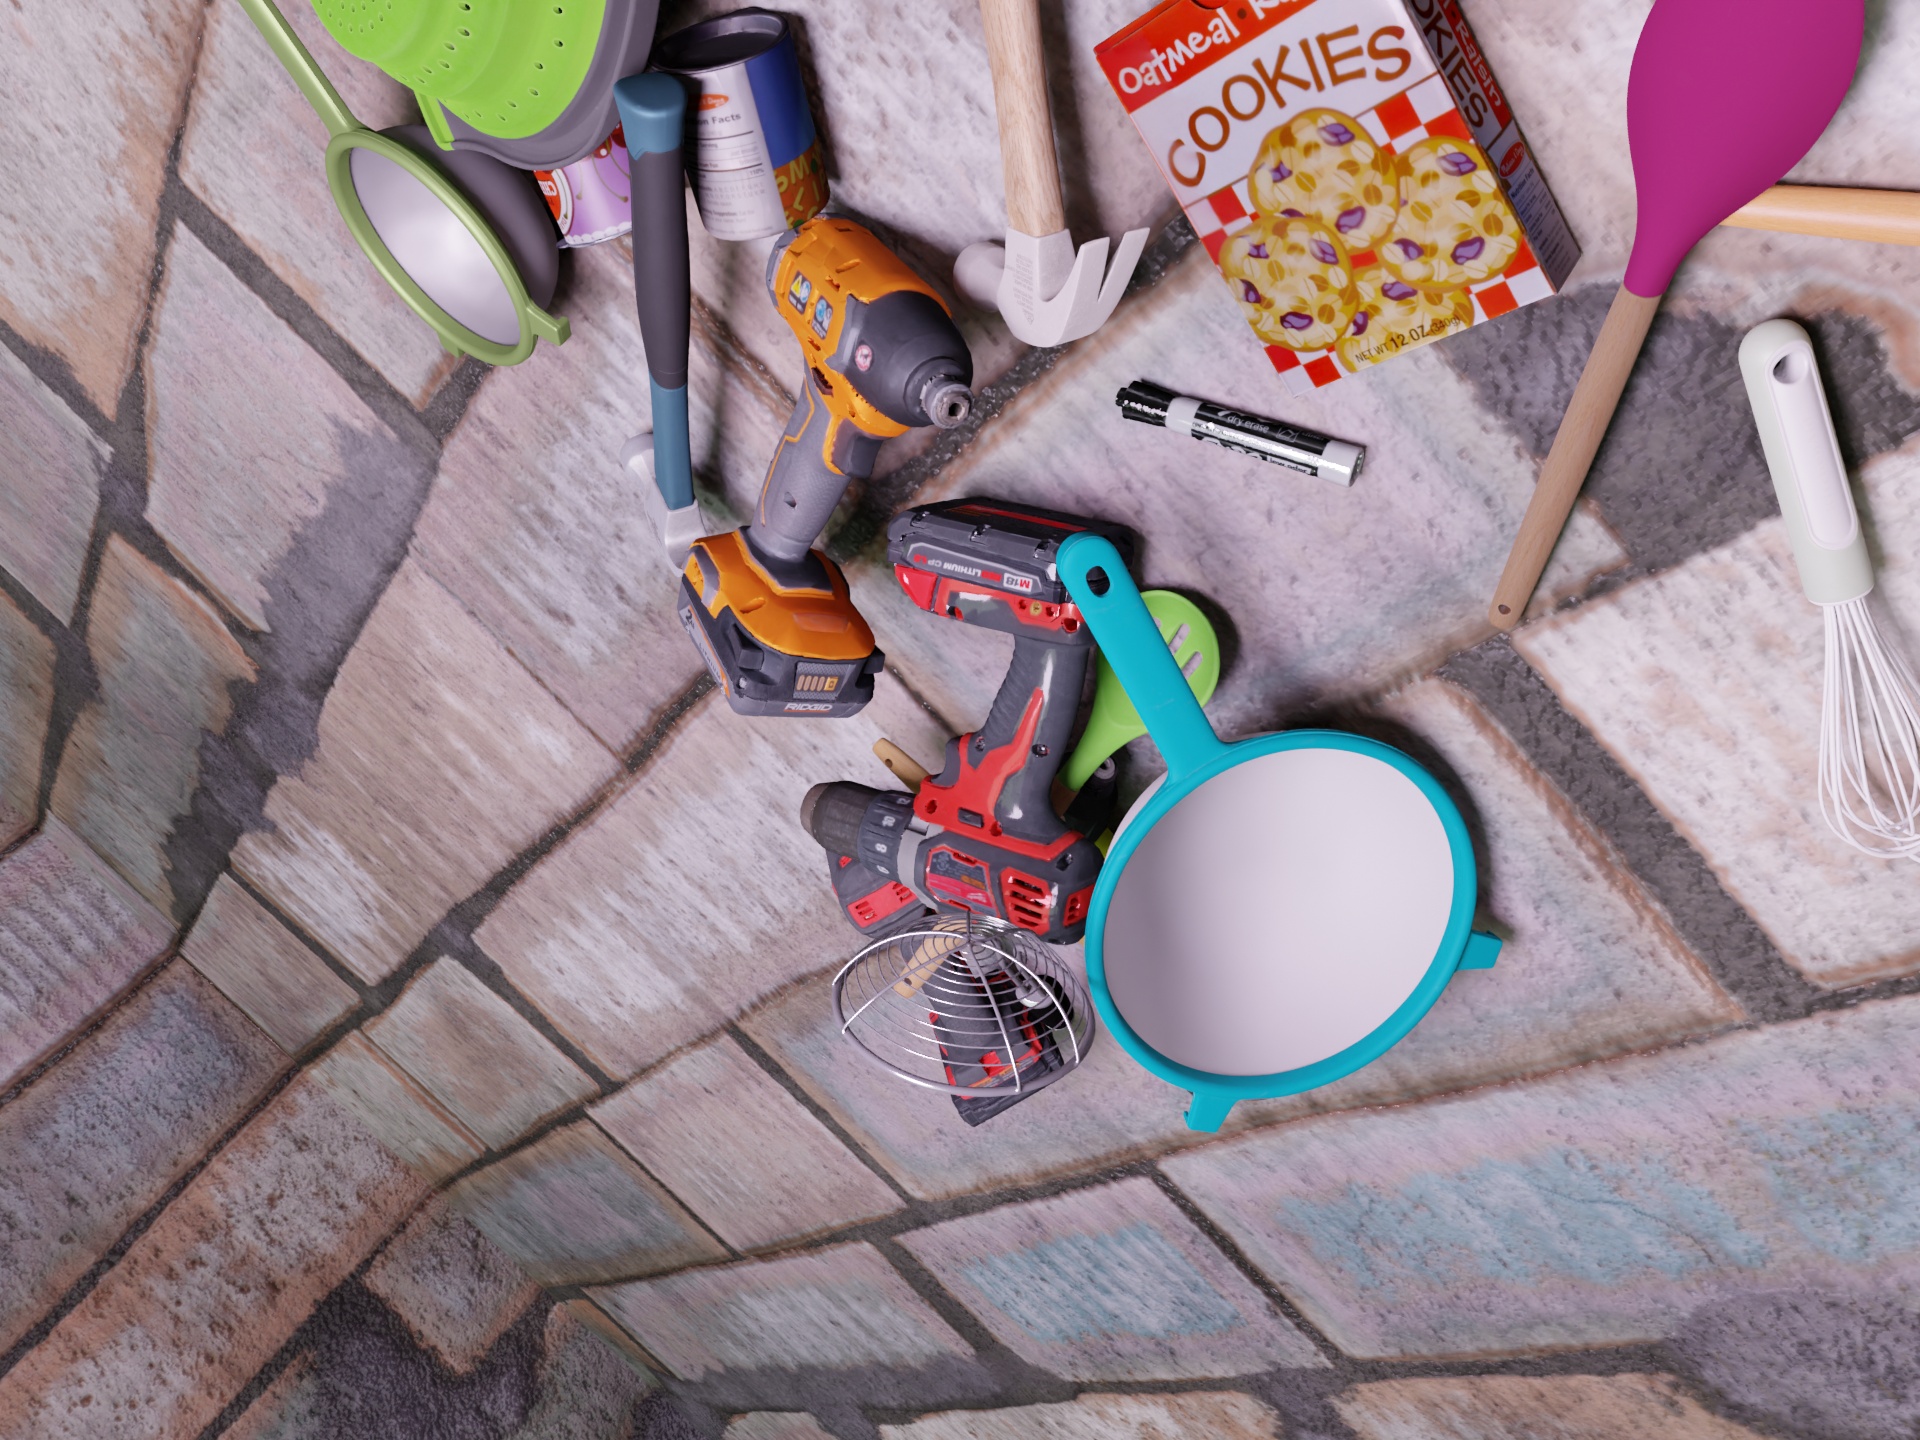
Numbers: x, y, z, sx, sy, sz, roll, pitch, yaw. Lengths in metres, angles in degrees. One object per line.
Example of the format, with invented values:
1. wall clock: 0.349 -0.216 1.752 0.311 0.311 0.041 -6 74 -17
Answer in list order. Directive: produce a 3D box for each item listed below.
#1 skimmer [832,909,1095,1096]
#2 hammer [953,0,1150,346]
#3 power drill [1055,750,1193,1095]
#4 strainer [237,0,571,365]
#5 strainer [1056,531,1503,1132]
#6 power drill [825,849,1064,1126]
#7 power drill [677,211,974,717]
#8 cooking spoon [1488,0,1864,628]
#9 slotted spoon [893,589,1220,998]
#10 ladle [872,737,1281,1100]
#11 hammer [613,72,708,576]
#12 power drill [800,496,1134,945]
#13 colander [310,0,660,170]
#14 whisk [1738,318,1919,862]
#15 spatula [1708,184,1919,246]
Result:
1. skimmer: 0.025 0.172 0.886 0.127 0.090 0.363 14 166 14
2. hammer: 0.017 -0.308 0.631 0.130 0.031 0.331 43 150 50
3. power drill: 0.112 0.121 0.973 0.223 0.080 0.171 42 143 3
4. strainer: -0.302 -0.317 0.869 0.151 0.069 0.256 10 141 49
5. strainer: 0.127 0.039 0.823 0.340 0.211 0.095 58 -179 -23
6. power drill: -0.019 0.152 1.077 0.219 0.078 0.143 59 -178 -22
7. power drill: -0.063 -0.113 0.781 0.164 0.084 0.226 53 131 45
8. cooking spoon: 0.255 -0.146 0.614 0.069 0.017 0.318 29 146 20
9. slotted spoon: 0.045 0.052 0.902 0.070 0.031 0.313 42 117 13
10. ladle: 0.066 0.115 0.934 0.315 0.031 0.069 41 130 11
11. hammer: -0.153 -0.193 0.826 0.330 0.033 0.128 103 144 -59
12. power drill: -0.001 -0.003 0.864 0.188 0.080 0.226 16 110 30
13. colander: -0.177 -0.371 0.657 0.397 0.094 0.204 -17 94 44
14. whisk: 0.352 -0.045 0.632 0.058 0.059 0.246 -24 111 8
15. spatula: 0.389 -0.147 0.502 0.323 0.041 0.081 16 137 29
